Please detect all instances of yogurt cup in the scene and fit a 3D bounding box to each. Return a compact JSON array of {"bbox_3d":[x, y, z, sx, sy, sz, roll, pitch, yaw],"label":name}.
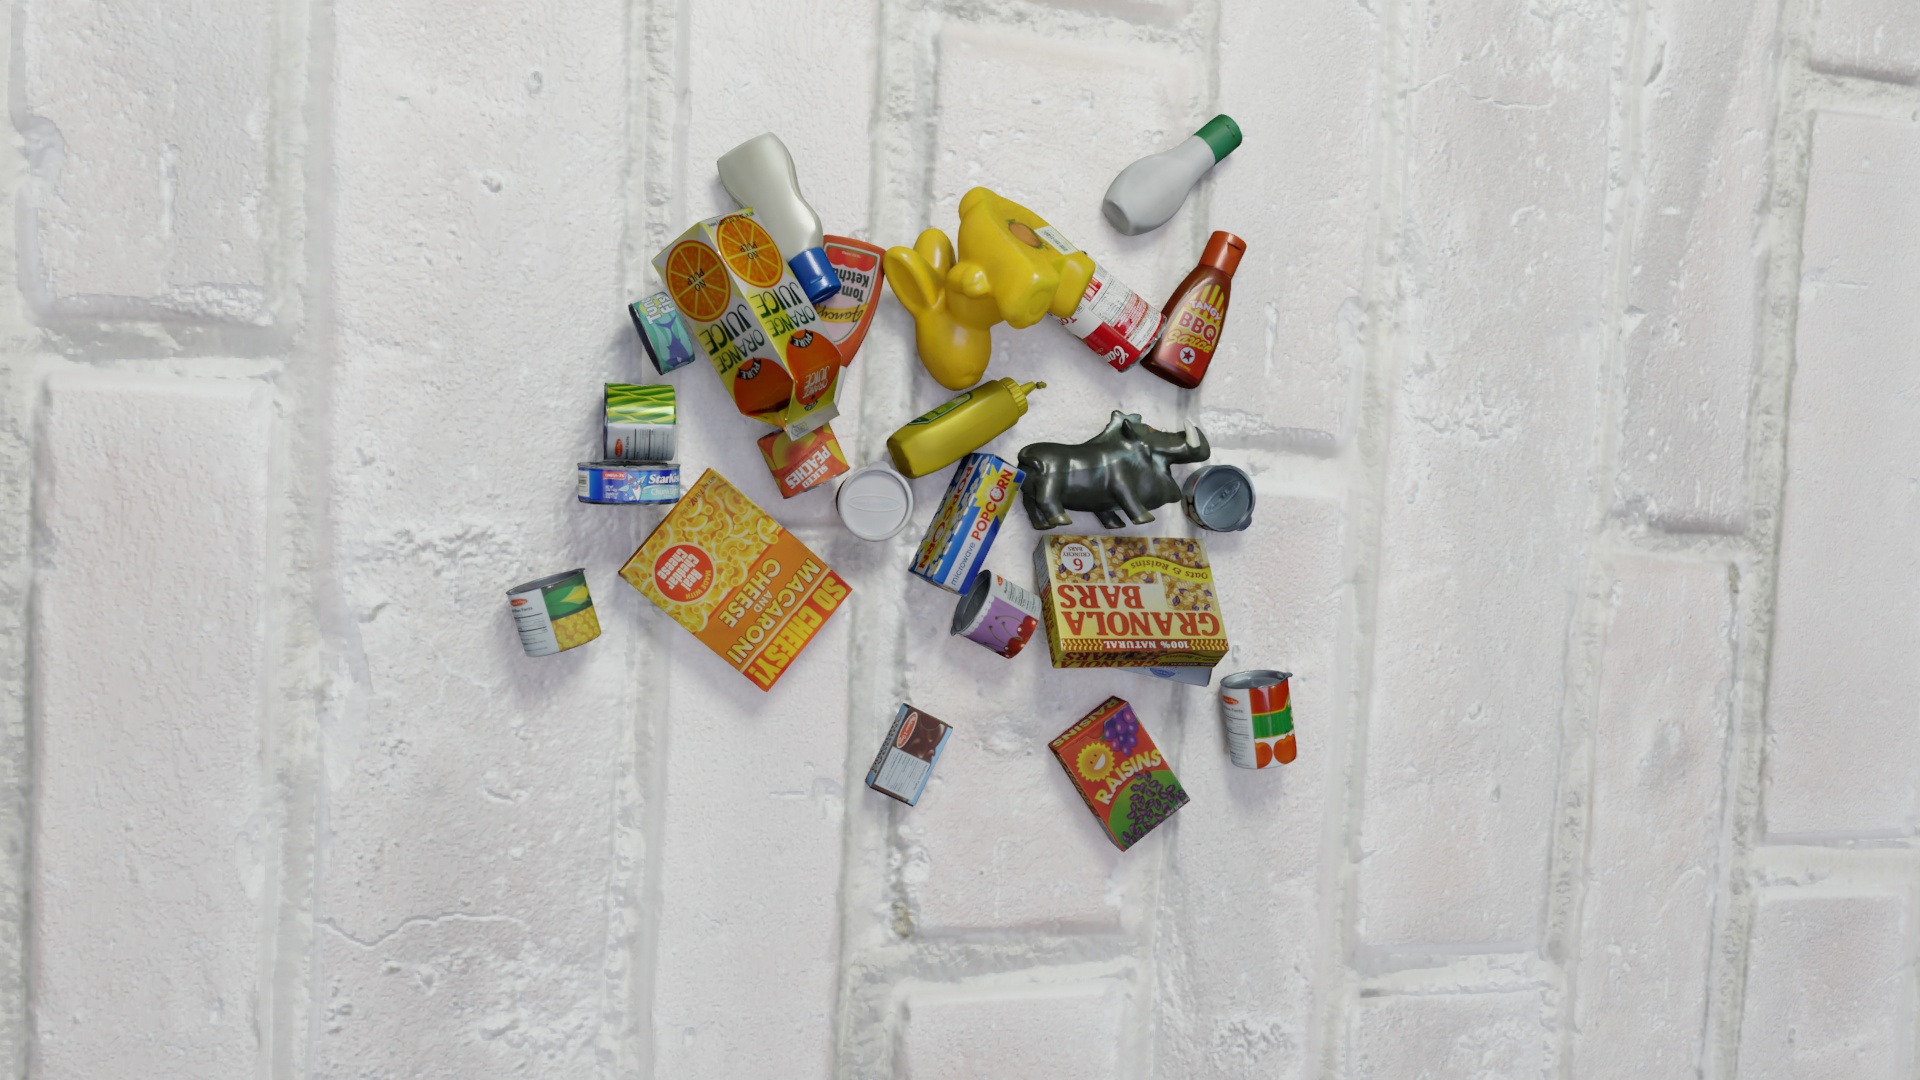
[{"bbox_3d":[-0.081,-0.034,1.255,0.072,0.054,0.072,-1,94,-15],"label":"yogurt cup"}]

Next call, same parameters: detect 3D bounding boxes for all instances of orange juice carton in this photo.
[{"bbox_3d":[-0.170,-0.178,1.178,0.192,0.073,0.072,60,38,-4],"label":"orange juice carton"}]

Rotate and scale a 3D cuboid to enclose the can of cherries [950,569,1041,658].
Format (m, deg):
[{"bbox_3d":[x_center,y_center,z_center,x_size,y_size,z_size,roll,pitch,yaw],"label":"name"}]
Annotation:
[{"bbox_3d":[0.033,0.071,1.290,0.058,0.071,0.071,28,86,-17],"label":"can of cherries"}]

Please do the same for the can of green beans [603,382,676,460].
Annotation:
[{"bbox_3d":[-0.275,-0.102,1.190,0.058,0.071,0.071,0,94,-16],"label":"can of green beans"}]

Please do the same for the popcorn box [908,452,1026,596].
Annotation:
[{"bbox_3d":[0.005,-0.016,1.264,0.038,0.085,0.127,27,86,-17],"label":"popcorn box"}]

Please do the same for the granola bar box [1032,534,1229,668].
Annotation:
[{"bbox_3d":[0.158,0.058,1.306,0.166,0.038,0.125,1,59,-16],"label":"granola bar box"}]

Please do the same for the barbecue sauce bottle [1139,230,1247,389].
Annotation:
[{"bbox_3d":[0.229,-0.224,1.335,0.065,0.043,0.148,26,86,-19],"label":"barbecue sauce bottle"}]

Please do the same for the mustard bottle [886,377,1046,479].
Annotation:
[{"bbox_3d":[0.011,-0.111,1.274,0.161,0.065,0.048,-31,107,-17],"label":"mustard bottle"}]

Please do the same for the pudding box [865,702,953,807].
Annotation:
[{"bbox_3d":[-0.048,0.199,1.293,0.049,0.030,0.084,27,86,-15],"label":"pudding box"}]

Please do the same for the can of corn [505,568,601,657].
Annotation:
[{"bbox_3d":[-0.344,0.061,1.183,0.071,0.071,0.058,-17,99,-14],"label":"can of corn"}]

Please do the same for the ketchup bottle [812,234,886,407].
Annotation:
[{"bbox_3d":[-0.111,-0.194,1.242,0.065,0.043,0.148,13,91,-7],"label":"ketchup bottle"}]

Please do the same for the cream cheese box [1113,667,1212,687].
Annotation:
[{"bbox_3d":[0.185,0.118,1.340,0.104,0.053,0.024,13,89,-16],"label":"cream cheese box"}]

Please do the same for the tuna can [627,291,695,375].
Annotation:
[{"bbox_3d":[-0.256,-0.179,1.189,0.033,0.071,0.071,-26,100,-14],"label":"tuna can"}]

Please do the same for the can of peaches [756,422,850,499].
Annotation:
[{"bbox_3d":[-0.139,-0.076,1.228,0.071,0.071,0.058,-26,99,-12],"label":"can of peaches"}]

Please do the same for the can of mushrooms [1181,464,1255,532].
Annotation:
[{"bbox_3d":[0.253,-0.040,1.359,0.071,0.033,0.071,-1,93,-16],"label":"can of mushrooms"}]

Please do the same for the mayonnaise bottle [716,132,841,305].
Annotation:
[{"bbox_3d":[-0.153,-0.276,1.206,0.065,0.041,0.148,-28,85,1],"label":"mayonnaise bottle"}]

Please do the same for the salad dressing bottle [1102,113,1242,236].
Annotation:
[{"bbox_3d":[0.203,-0.349,1.320,0.148,0.044,0.064,-39,101,-11],"label":"salad dressing bottle"}]

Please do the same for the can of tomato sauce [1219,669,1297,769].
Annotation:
[{"bbox_3d":[0.296,0.175,1.368,0.071,0.071,0.083,-10,97,-15],"label":"can of tomato sauce"}]

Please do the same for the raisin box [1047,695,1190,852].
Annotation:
[{"bbox_3d":[0.153,0.225,1.346,0.086,0.040,0.123,-35,101,-10],"label":"raisin box"}]

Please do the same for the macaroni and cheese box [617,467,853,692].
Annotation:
[{"bbox_3d":[-0.199,0.035,1.234,0.166,0.040,0.124,41,82,-14],"label":"macaroni and cheese box"}]
